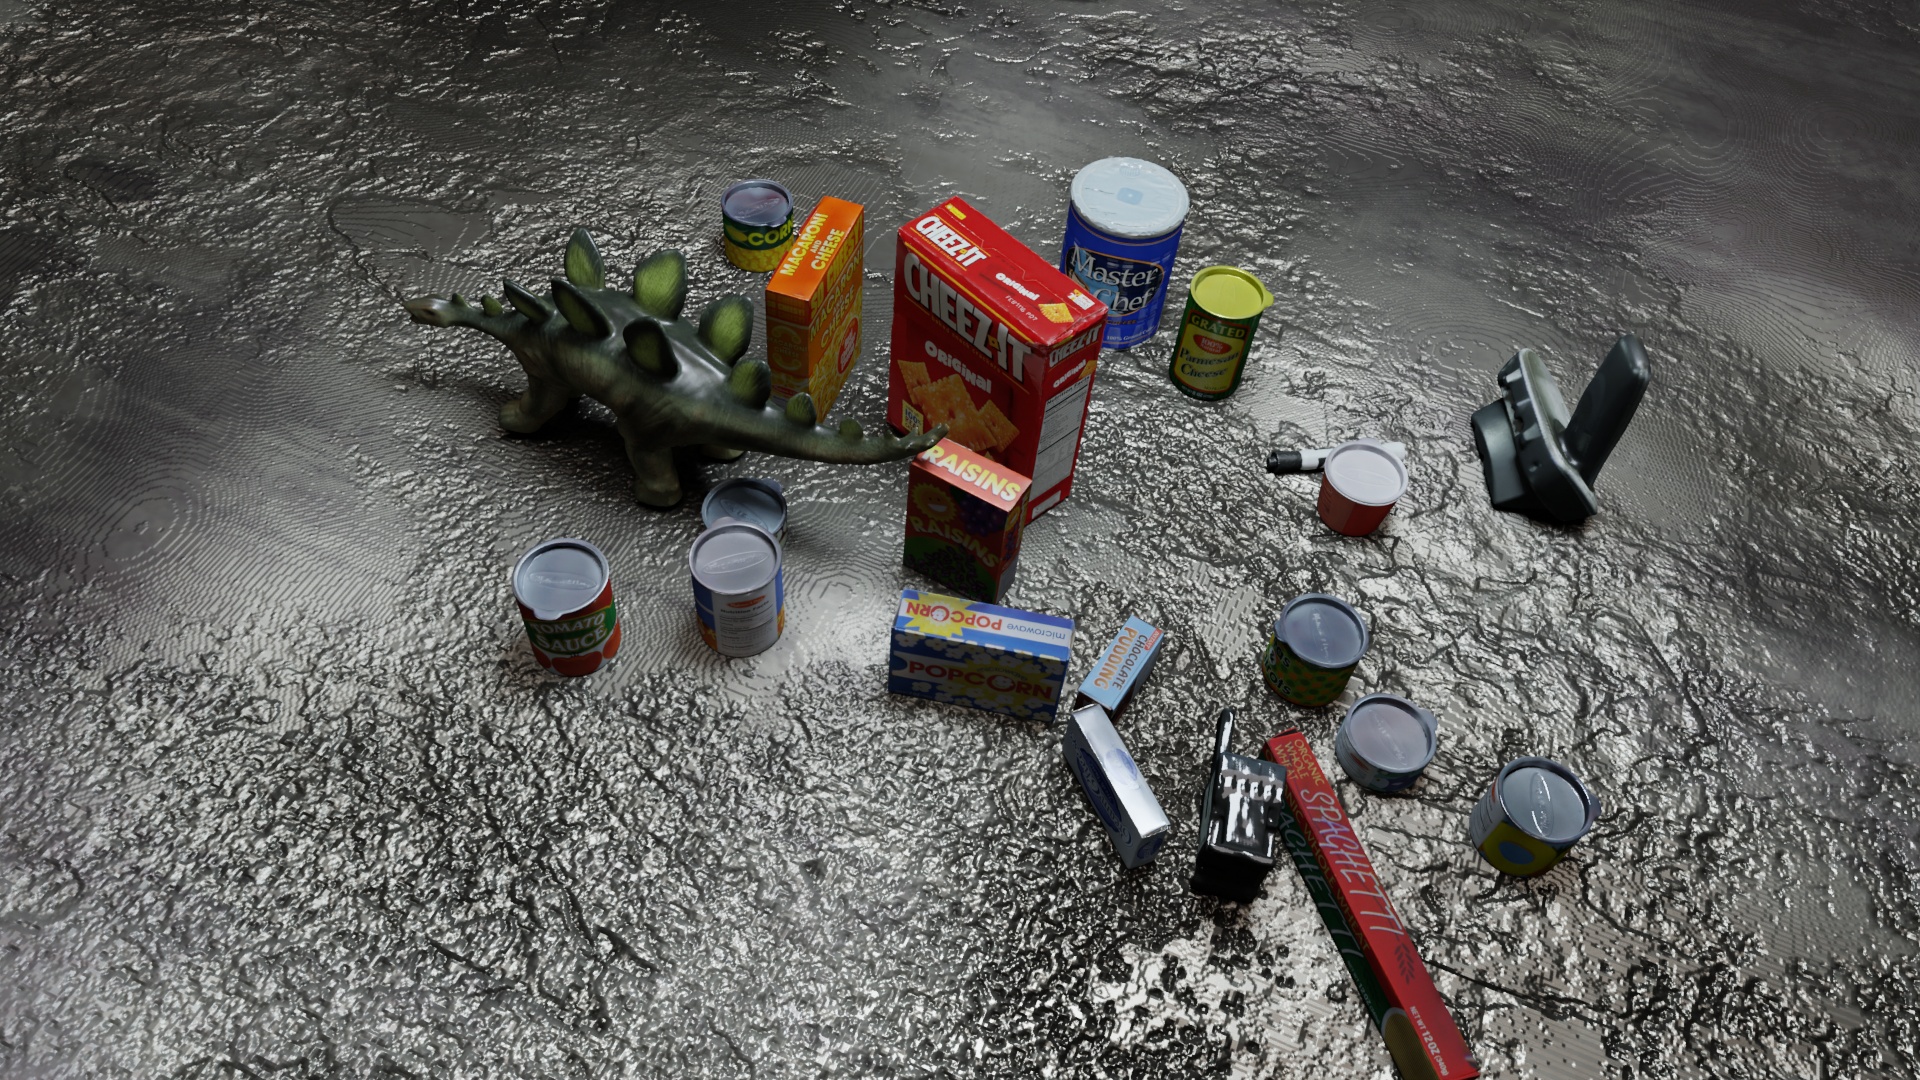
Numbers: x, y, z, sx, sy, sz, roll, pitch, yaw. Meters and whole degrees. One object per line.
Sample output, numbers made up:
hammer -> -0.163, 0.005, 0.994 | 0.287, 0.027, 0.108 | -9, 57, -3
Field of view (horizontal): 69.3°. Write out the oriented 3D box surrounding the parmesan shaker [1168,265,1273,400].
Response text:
parmesan shaker -> 0.226, -0.179, 1.215 | 0.071, 0.102, 0.072 | 3, 52, -3

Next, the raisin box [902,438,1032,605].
raisin box -> 0.004, -0.013, 1.052 | 0.086, 0.122, 0.040 | 27, 55, 16

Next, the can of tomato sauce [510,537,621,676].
can of tomato sauce -> -0.282, 0.051, 1.001 | 0.071, 0.082, 0.071 | 3, 52, -3

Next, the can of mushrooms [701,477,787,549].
can of mushrooms -> -0.168, -0.016, 1.095 | 0.071, 0.033, 0.071 | 3, 52, -3

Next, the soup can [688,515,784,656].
soup can -> -0.164, 0.034, 1.024 | 0.071, 0.083, 0.072 | 3, 52, -3

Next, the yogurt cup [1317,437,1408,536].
yogurt cup -> 0.328, -0.040, 1.147 | 0.072, 0.053, 0.073 | 3, 52, -3

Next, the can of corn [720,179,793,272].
can of corn -> -0.187, -0.291, 1.293 | 0.071, 0.058, 0.071 | 3, 52, -3

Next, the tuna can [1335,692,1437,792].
tuna can -> 0.311, 0.147, 1.012 | 0.071, 0.032, 0.071 | 3, 52, -3

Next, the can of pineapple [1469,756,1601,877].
can of pineapple -> 0.398, 0.194, 0.967 | 0.071, 0.057, 0.071 | 3, 52, -3

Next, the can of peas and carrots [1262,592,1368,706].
can of peas and carrots -> 0.263, 0.083, 1.041 | 0.071, 0.058, 0.071 | 3, 52, -3

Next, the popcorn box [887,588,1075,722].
popcorn box -> 0.014, 0.084, 1.001 | 0.127, 0.084, 0.038 | 10, 52, 3

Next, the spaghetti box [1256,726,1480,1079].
spaghetti box -> 0.261, 0.242, 0.921 | 0.029, 0.050, 0.251 | -12, 54, -14

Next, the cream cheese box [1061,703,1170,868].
cream cheese box -> 0.106, 0.170, 0.962 | 0.024, 0.053, 0.104 | -18, 56, -18

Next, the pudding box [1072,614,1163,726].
pudding box -> 0.115, 0.101, 1.019 | 0.030, 0.049, 0.084 | 29, 55, 17

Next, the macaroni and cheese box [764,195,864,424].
macaroni and cheese box -> -0.119, -0.179, 1.143 | 0.040, 0.165, 0.124 | 17, 53, 8
